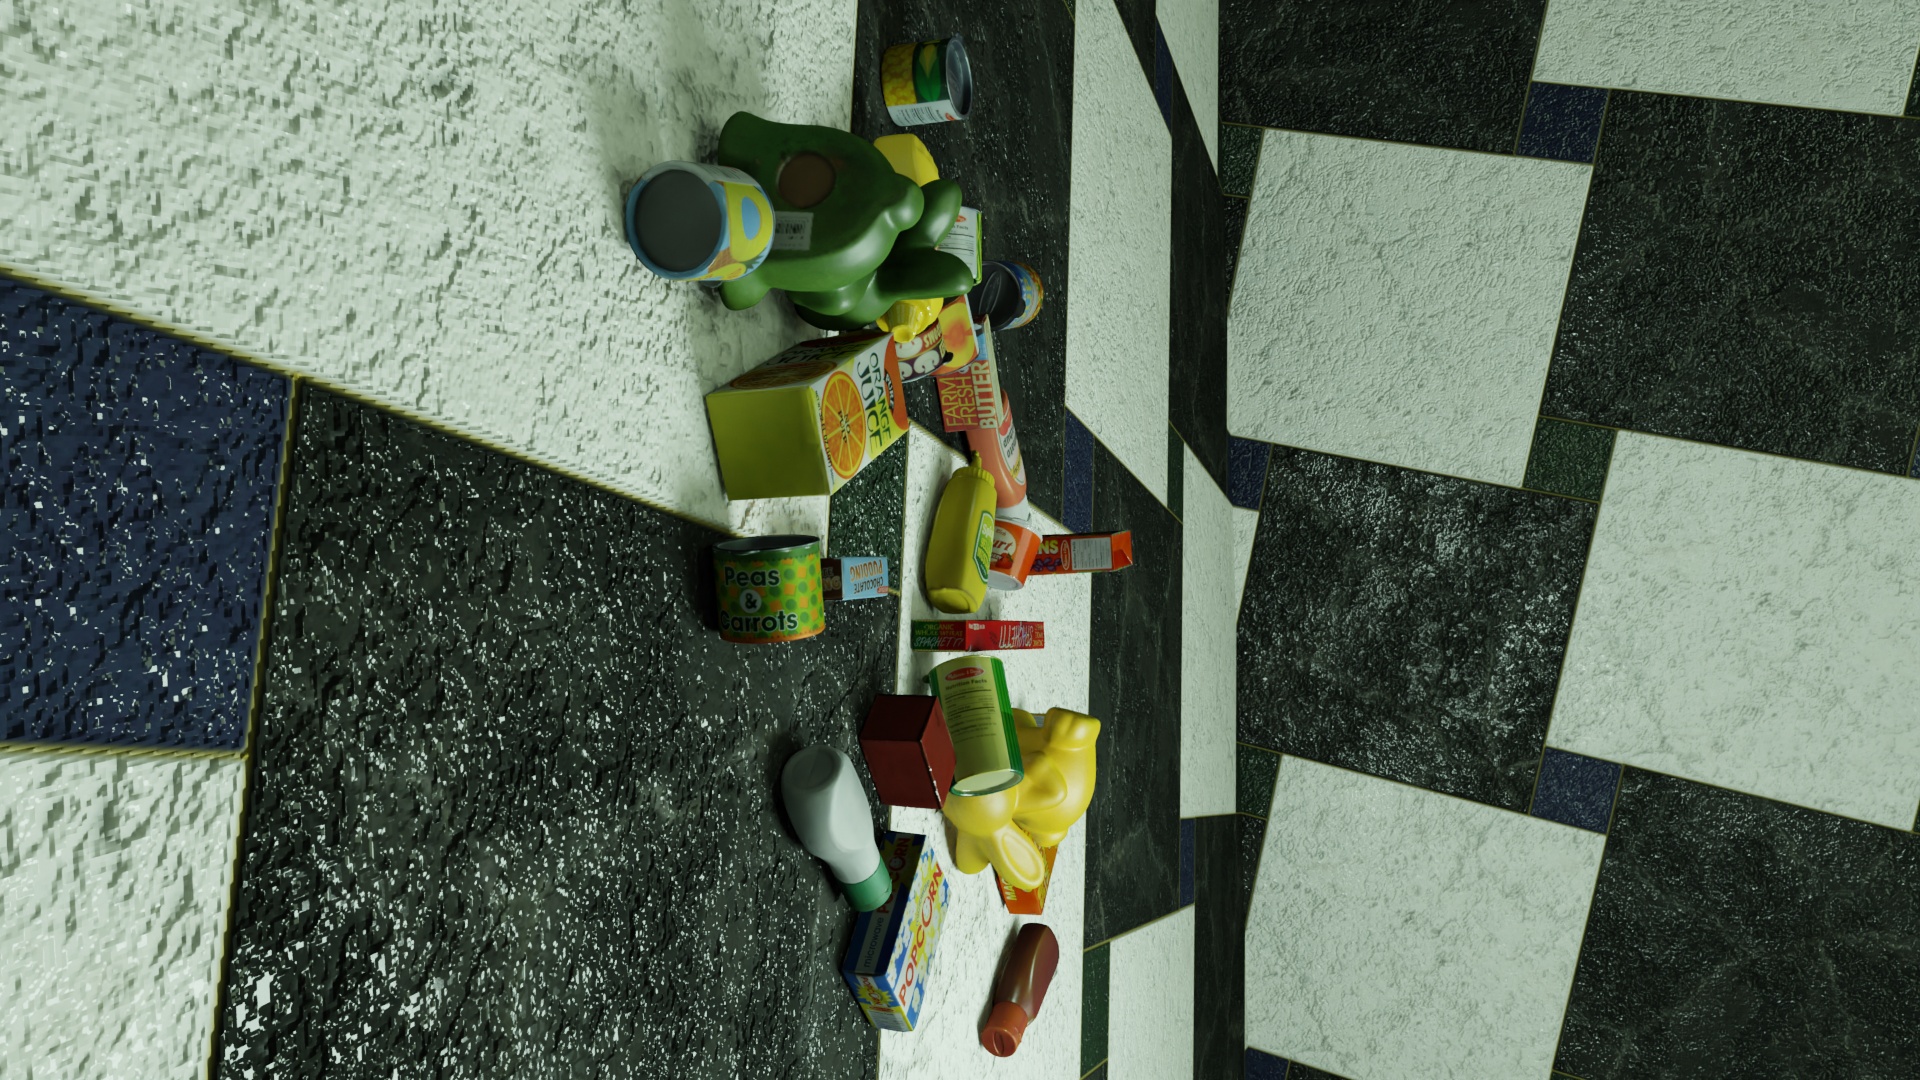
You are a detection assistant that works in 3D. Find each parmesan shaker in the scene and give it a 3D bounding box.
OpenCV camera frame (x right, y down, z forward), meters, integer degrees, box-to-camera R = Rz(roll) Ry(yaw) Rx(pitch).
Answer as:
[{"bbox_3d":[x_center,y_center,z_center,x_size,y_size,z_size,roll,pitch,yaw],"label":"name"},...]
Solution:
[{"bbox_3d":[0.010,0.157,1.167,0.071,0.071,0.103,52,24,-60],"label":"parmesan shaker"}]

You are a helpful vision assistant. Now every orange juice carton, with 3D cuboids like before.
[{"bbox_3d":[-0.090,-0.091,0.933,0.193,0.073,0.071,-50,134,-63],"label":"orange juice carton"}]

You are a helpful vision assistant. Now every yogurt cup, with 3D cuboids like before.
[{"bbox_3d":[0.039,0.013,1.315,0.072,0.072,0.054,51,49,-60],"label":"yogurt cup"}]

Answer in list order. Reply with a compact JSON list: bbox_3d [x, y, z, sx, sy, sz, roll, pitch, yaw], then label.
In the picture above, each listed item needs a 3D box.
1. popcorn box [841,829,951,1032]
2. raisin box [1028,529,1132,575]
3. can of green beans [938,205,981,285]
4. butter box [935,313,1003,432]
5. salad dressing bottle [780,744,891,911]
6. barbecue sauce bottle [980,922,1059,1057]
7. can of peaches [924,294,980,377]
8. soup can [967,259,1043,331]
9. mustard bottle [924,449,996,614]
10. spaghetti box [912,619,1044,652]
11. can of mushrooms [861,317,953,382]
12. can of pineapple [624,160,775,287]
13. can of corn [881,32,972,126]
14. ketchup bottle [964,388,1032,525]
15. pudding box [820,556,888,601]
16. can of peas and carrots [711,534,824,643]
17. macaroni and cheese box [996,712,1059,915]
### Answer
[{"bbox_3d":[-0.048,0.303,1.080,0.127,0.038,0.084,-72,153,-44],"label":"popcorn box"},{"bbox_3d":[0.105,0.013,1.410,0.086,0.123,0.040,-12,99,-71],"label":"raisin box"},{"bbox_3d":[-0.015,-0.247,1.171,0.071,0.071,0.058,3,86,-71],"label":"can of green beans"},{"bbox_3d":[0.005,-0.148,1.242,0.024,0.053,0.103,-62,146,-60],"label":"butter box"},{"bbox_3d":[-0.084,0.206,0.978,0.064,0.044,0.147,-74,156,-45],"label":"salad dressing bottle"},{"bbox_3d":[0.059,0.446,1.372,0.149,0.043,0.064,-50,135,-62],"label":"barbecue sauce bottle"},{"bbox_3d":[-0.024,-0.174,1.144,0.071,0.071,0.057,-66,149,-51],"label":"can of peaches"},{"bbox_3d":[0.040,-0.232,1.318,0.084,0.071,0.071,-30,117,-69],"label":"soup can"},{"bbox_3d":[0.004,-0.015,1.235,0.065,0.049,0.161,62,33,-56],"label":"mustard bottle"},{"bbox_3d":[0.022,0.087,1.279,0.250,0.050,0.028,10,80,-71],"label":"spaghetti box"},{"bbox_3d":[-0.043,-0.151,1.077,0.071,0.071,0.033,-64,146,-53],"label":"can of mushrooms"},{"bbox_3d":[-0.147,-0.178,0.786,0.058,0.071,0.071,-29,116,-68],"label":"can of pineapple"},{"bbox_3d":[-0.027,-0.383,1.155,0.071,0.058,0.071,-2,91,-71],"label":"can of corn"},{"bbox_3d":[0.037,-0.071,1.344,0.065,0.043,0.148,-70,152,-46],"label":"ketchup bottle"},{"bbox_3d":[-0.087,0.027,0.968,0.084,0.049,0.030,1,86,-71],"label":"pudding box"},{"bbox_3d":[-0.118,0.029,0.853,0.071,0.071,0.058,-25,113,-69],"label":"can of peas and carrots"},{"bbox_3d":[0.071,0.278,1.421,0.167,0.040,0.123,-67,149,-51],"label":"macaroni and cheese box"}]
